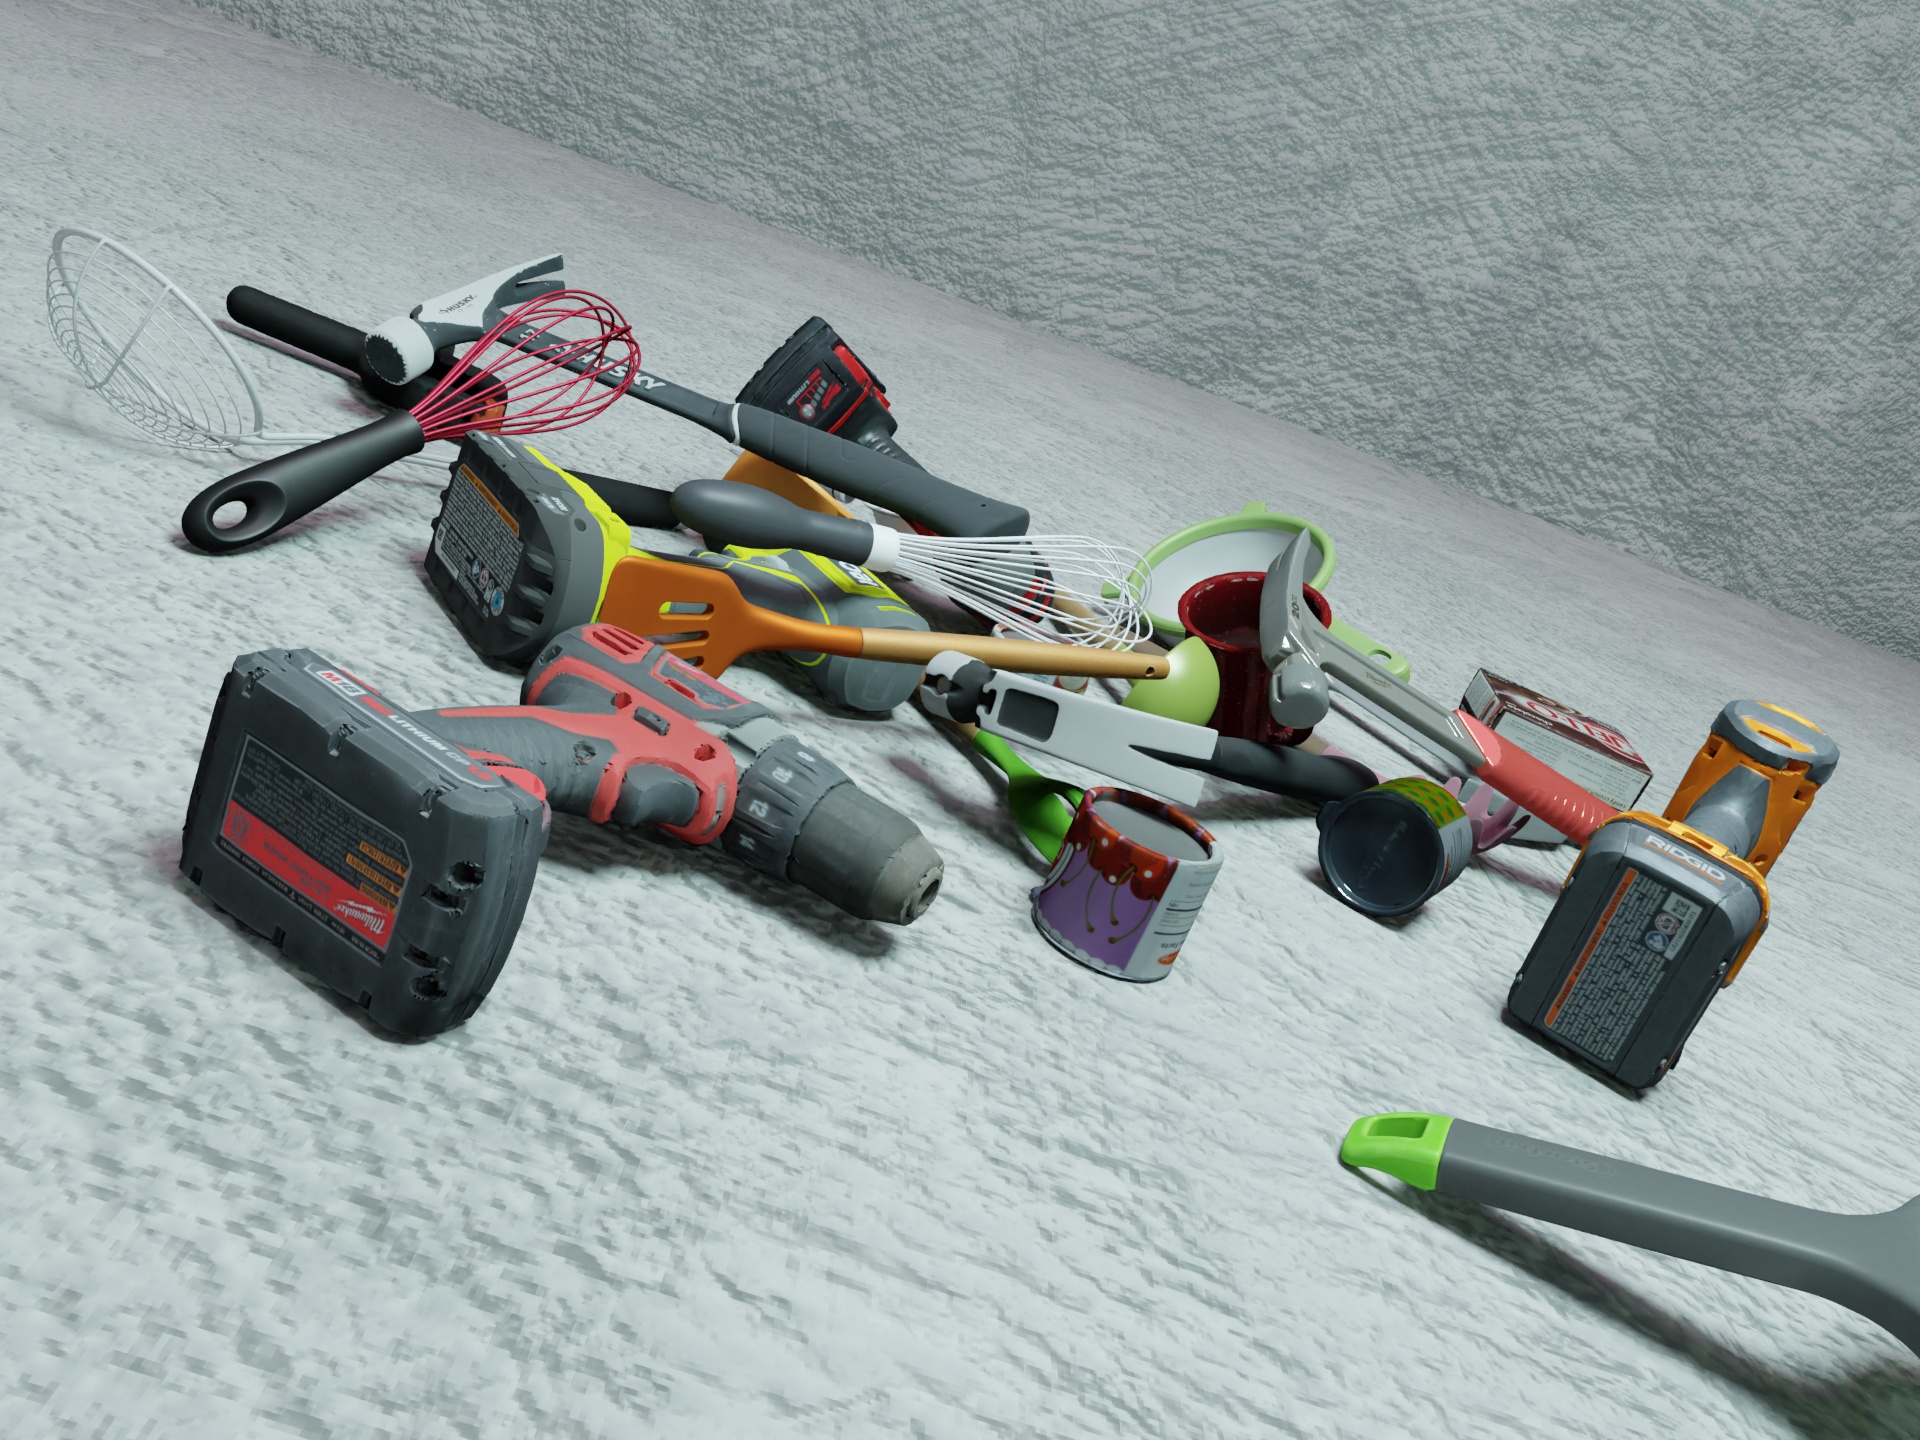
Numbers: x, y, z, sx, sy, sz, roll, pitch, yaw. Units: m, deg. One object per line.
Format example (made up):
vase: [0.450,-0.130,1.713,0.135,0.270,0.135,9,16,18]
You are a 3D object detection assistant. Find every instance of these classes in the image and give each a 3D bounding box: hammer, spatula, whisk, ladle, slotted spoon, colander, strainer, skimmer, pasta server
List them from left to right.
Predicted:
skimmer: [-0.307,-0.177,0.887,0.363,0.090,0.127,7,-7,-40]
whisk: [-0.267,-0.155,0.814,0.073,0.073,0.296,28,42,18]
hammer: [-0.146,-0.184,0.946,0.409,0.036,0.149,24,45,16]
strainer: [-0.078,-0.164,1.161,0.259,0.050,0.087,28,21,34]
spatula: [-0.025,-0.032,0.773,0.322,0.081,0.041,3,22,-30]
whisk: [-0.016,-0.082,0.814,0.284,0.070,0.070,11,22,-31]
slotted spoon: [-0.001,-0.003,0.841,0.070,0.031,0.314,14,19,-38]
ladle: [0.086,-0.057,1.032,0.062,0.078,0.320,39,6,-24]
hammer: [0.137,0.020,0.834,0.146,0.035,0.334,20,5,40]
strainer: [0.226,-0.063,1.116,0.151,0.069,0.257,-30,37,-14]
pasta server: [0.216,0.003,1.030,0.316,0.040,0.060,33,34,32]
hammer: [0.276,-0.026,1.169,0.144,0.035,0.406,5,26,-39]
hammer: [0.324,0.025,0.931,0.359,0.036,0.149,30,40,-14]
colander: [0.323,0.221,0.530,0.397,0.094,0.204,10,15,24]

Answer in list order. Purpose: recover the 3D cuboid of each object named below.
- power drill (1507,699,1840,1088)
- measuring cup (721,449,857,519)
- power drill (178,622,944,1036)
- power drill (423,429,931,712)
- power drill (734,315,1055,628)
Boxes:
power drill: [0.362,0.093,0.809,0.084,0.164,0.226,32,35,26]
measuring cup: [-0.089,-0.115,1.025,0.095,0.052,0.173,45,5,37]
power drill: [-0.123,0.033,0.558,0.188,0.080,0.226,29,18,19]
power drill: [-0.148,-0.081,0.822,0.228,0.080,0.191,7,25,-42]
power drill: [-0.035,-0.148,1.009,0.220,0.078,0.143,46,5,15]
